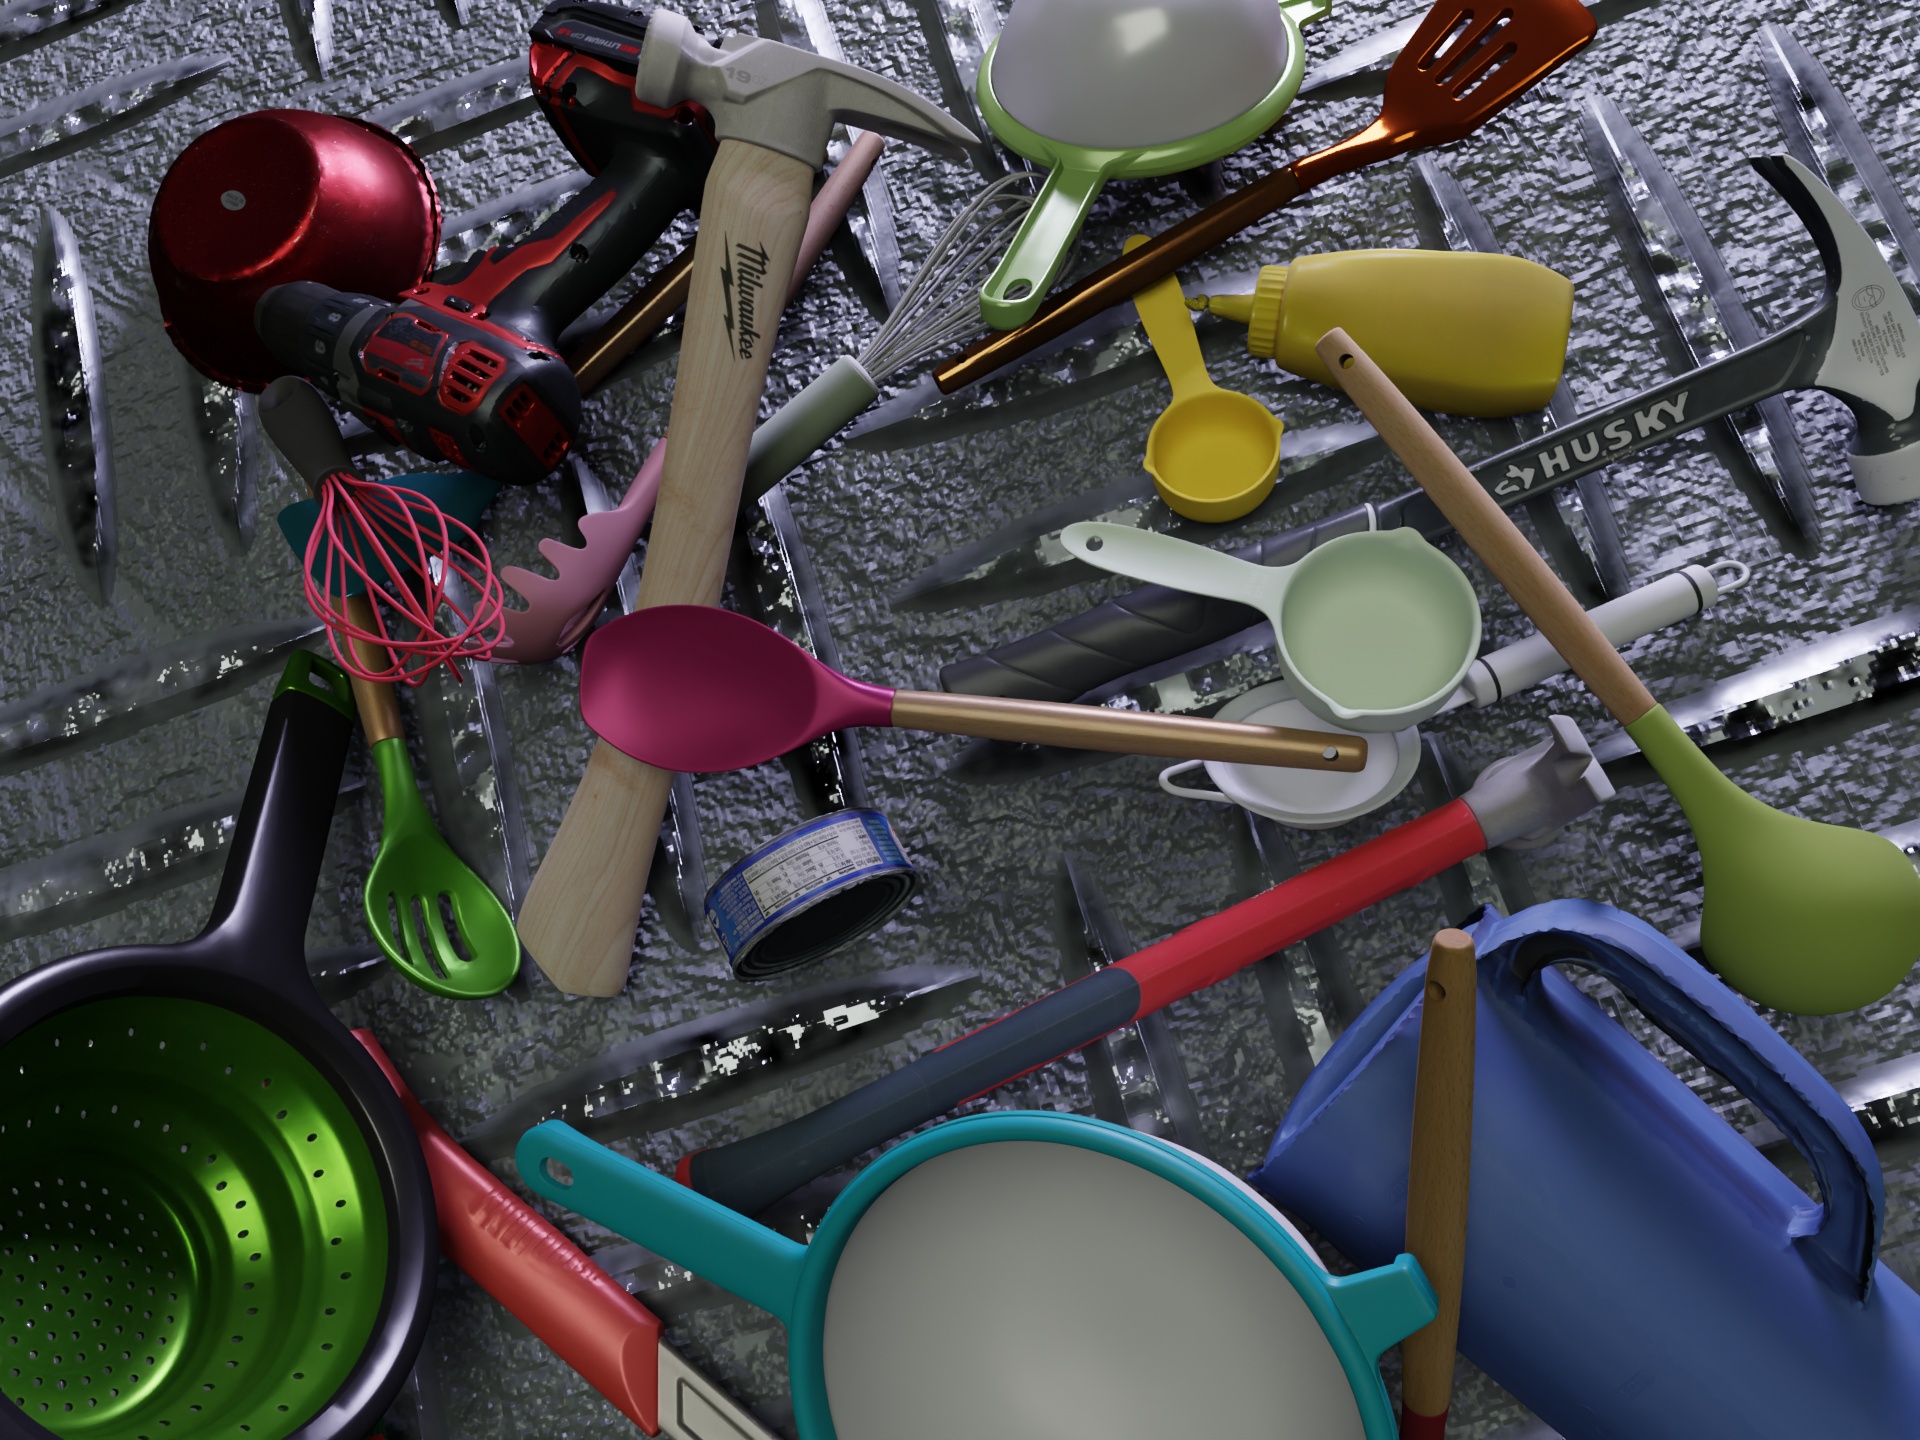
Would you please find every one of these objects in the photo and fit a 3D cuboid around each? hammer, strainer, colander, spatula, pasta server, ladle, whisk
[{"bbox_3d":[0.182,-0.086,0.651,0.409,0.036,0.149,-23,104,9],"label":"hammer"},{"bbox_3d":[-0.003,0.206,0.576,0.340,0.095,0.211,17,104,24],"label":"strainer"},{"bbox_3d":[-0.310,0.133,0.634,0.094,0.204,0.398,-32,42,25],"label":"colander"},{"bbox_3d":[0.126,-0.237,0.712,0.322,0.041,0.081,-31,59,-2],"label":"spatula"},{"bbox_3d":[-0.156,0.252,0.645,0.359,0.036,0.149,33,78,17],"label":"hammer"},{"bbox_3d":[0.059,-0.274,0.684,0.151,0.069,0.256,14,57,19],"label":"strainer"},{"bbox_3d":[-0.126,-0.154,0.747,0.040,0.060,0.316,30,79,4],"label":"pasta server"},{"bbox_3d":[0.058,0.105,0.603,0.386,0.143,0.038,-28,77,7],"label":"hammer"},{"bbox_3d":[0.204,-0.009,0.646,0.258,0.050,0.087,-23,41,-2],"label":"strainer"},{"bbox_3d":[0.149,0.200,0.513,0.031,0.315,0.069,-25,33,-34],"label":"ladle"},{"bbox_3d":[-0.106,-0.082,0.686,0.146,0.038,0.410,13,92,-13],"label":"hammer"},{"bbox_3d":[-0.264,-0.093,0.690,0.073,0.073,0.296,-44,44,-3],"label":"whisk"},{"bbox_3d":[0.241,-0.024,0.606,0.078,0.062,0.320,-40,80,20],"label":"ladle"},{"bbox_3d":[-0.040,-0.165,0.734,0.246,0.057,0.059,-40,38,2],"label":"whisk"},{"bbox_3d":[-0.184,-0.175,0.761,0.317,0.044,0.082,-45,55,-4],"label":"spatula"}]

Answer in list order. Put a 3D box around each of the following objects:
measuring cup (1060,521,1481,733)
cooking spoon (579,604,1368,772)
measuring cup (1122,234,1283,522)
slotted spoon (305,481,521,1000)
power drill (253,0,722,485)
[{"bbox_3d":[0.119,-0.045,0.631,0.168,0.038,0.083,18,74,17],"label":"measuring cup"},{"bbox_3d":[-0.001,-0.002,0.635,0.319,0.017,0.069,6,94,10],"label":"cooking spoon"},{"bbox_3d":[0.101,-0.155,0.717,0.062,0.029,0.157,-17,62,5],"label":"measuring cup"},{"bbox_3d":[-0.268,-0.010,0.736,0.031,0.070,0.314,-37,64,30],"label":"slotted spoon"},{"bbox_3d":[-0.212,-0.226,0.743,0.188,0.080,0.227,25,75,27],"label":"power drill"}]
